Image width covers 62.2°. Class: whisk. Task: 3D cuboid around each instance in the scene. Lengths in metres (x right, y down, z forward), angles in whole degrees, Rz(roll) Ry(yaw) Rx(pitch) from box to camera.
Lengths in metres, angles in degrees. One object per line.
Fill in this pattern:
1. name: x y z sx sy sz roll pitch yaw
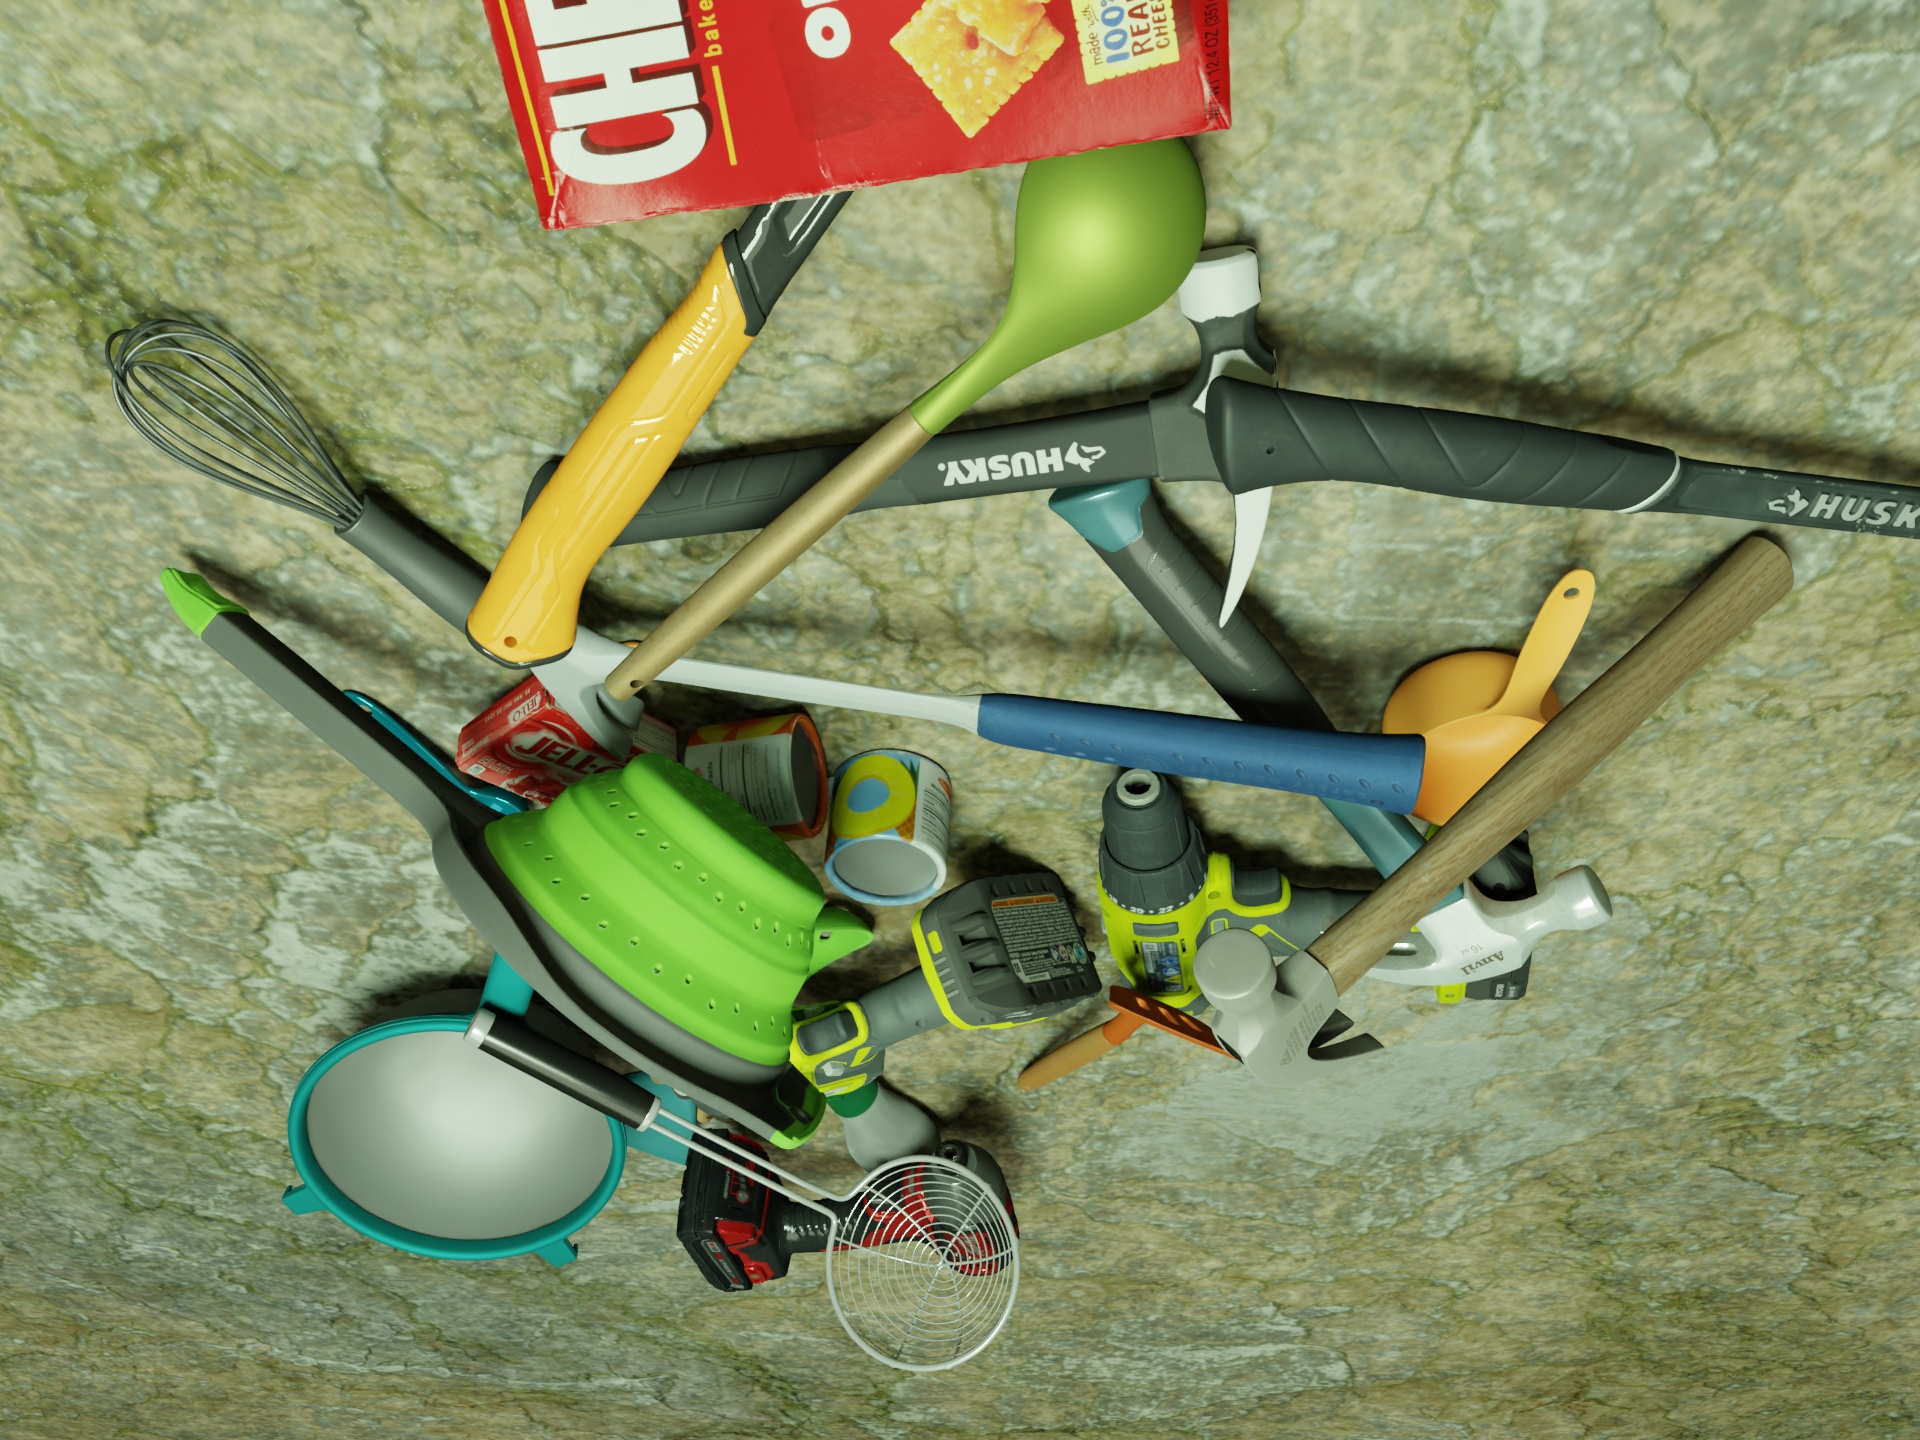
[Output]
1. whisk: -0.272 -0.093 0.712 0.055 0.055 0.238 -21 138 25

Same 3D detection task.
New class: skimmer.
1. skimmer: -0.133 0.272 0.963 0.363 0.127 0.090 31 174 -14

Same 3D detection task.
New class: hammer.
1. hammer: -0.033 -0.098 0.671 0.335 0.035 0.146 -5 115 15
2. hammer: 0.239 0.036 0.689 0.331 0.031 0.129 -40 139 -9
3. hammer: 0.160 0.007 0.740 0.128 0.033 0.330 -32 112 29
4. hammer: 0.290 -0.096 0.627 0.409 0.036 0.149 5 128 -12
5. hammer: -0.001 -0.002 0.721 0.405 0.035 0.144 8 152 8
6. hammer: -0.100 -0.147 0.588 0.127 0.034 0.336 28 120 -26

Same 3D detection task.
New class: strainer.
1. strainer: -0.300 0.198 1.024 0.211 0.095 0.340 17 116 -14

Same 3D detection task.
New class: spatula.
1. spatula: 0.081 0.200 0.956 0.081 0.041 0.322 23 155 -5
2. spatula: -0.198 0.238 1.046 0.082 0.044 0.317 22 154 -3

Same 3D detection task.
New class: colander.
1. colander: -0.194 0.030 0.737 0.397 0.204 0.094 39 90 3

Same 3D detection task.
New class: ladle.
1. ladle: -0.036 -0.109 0.615 0.320 0.062 0.078 -37 142 26

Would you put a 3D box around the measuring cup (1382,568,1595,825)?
1. measuring cup: 0.257 -0.021 0.753 0.095 0.052 0.173 6 137 -3

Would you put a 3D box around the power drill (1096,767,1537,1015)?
1. power drill: 0.187 0.090 0.866 0.228 0.080 0.190 -3 138 11

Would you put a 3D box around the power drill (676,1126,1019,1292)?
1. power drill: -0.075 0.333 1.095 0.219 0.079 0.143 -4 139 8

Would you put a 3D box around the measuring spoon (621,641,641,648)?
1. measuring spoon: -0.203 -0.012 0.821 0.117 0.011 0.021 -27 131 30

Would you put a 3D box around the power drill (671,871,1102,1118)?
1. power drill: -0.046 0.168 0.918 0.223 0.080 0.171 -30 163 26

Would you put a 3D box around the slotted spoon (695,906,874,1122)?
1. slotted spoon: -0.131 0.199 1.045 0.070 0.031 0.313 2 144 -26

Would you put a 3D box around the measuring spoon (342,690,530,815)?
1. measuring spoon: -0.283 0.022 0.867 0.042 0.021 0.128 -26 122 28
